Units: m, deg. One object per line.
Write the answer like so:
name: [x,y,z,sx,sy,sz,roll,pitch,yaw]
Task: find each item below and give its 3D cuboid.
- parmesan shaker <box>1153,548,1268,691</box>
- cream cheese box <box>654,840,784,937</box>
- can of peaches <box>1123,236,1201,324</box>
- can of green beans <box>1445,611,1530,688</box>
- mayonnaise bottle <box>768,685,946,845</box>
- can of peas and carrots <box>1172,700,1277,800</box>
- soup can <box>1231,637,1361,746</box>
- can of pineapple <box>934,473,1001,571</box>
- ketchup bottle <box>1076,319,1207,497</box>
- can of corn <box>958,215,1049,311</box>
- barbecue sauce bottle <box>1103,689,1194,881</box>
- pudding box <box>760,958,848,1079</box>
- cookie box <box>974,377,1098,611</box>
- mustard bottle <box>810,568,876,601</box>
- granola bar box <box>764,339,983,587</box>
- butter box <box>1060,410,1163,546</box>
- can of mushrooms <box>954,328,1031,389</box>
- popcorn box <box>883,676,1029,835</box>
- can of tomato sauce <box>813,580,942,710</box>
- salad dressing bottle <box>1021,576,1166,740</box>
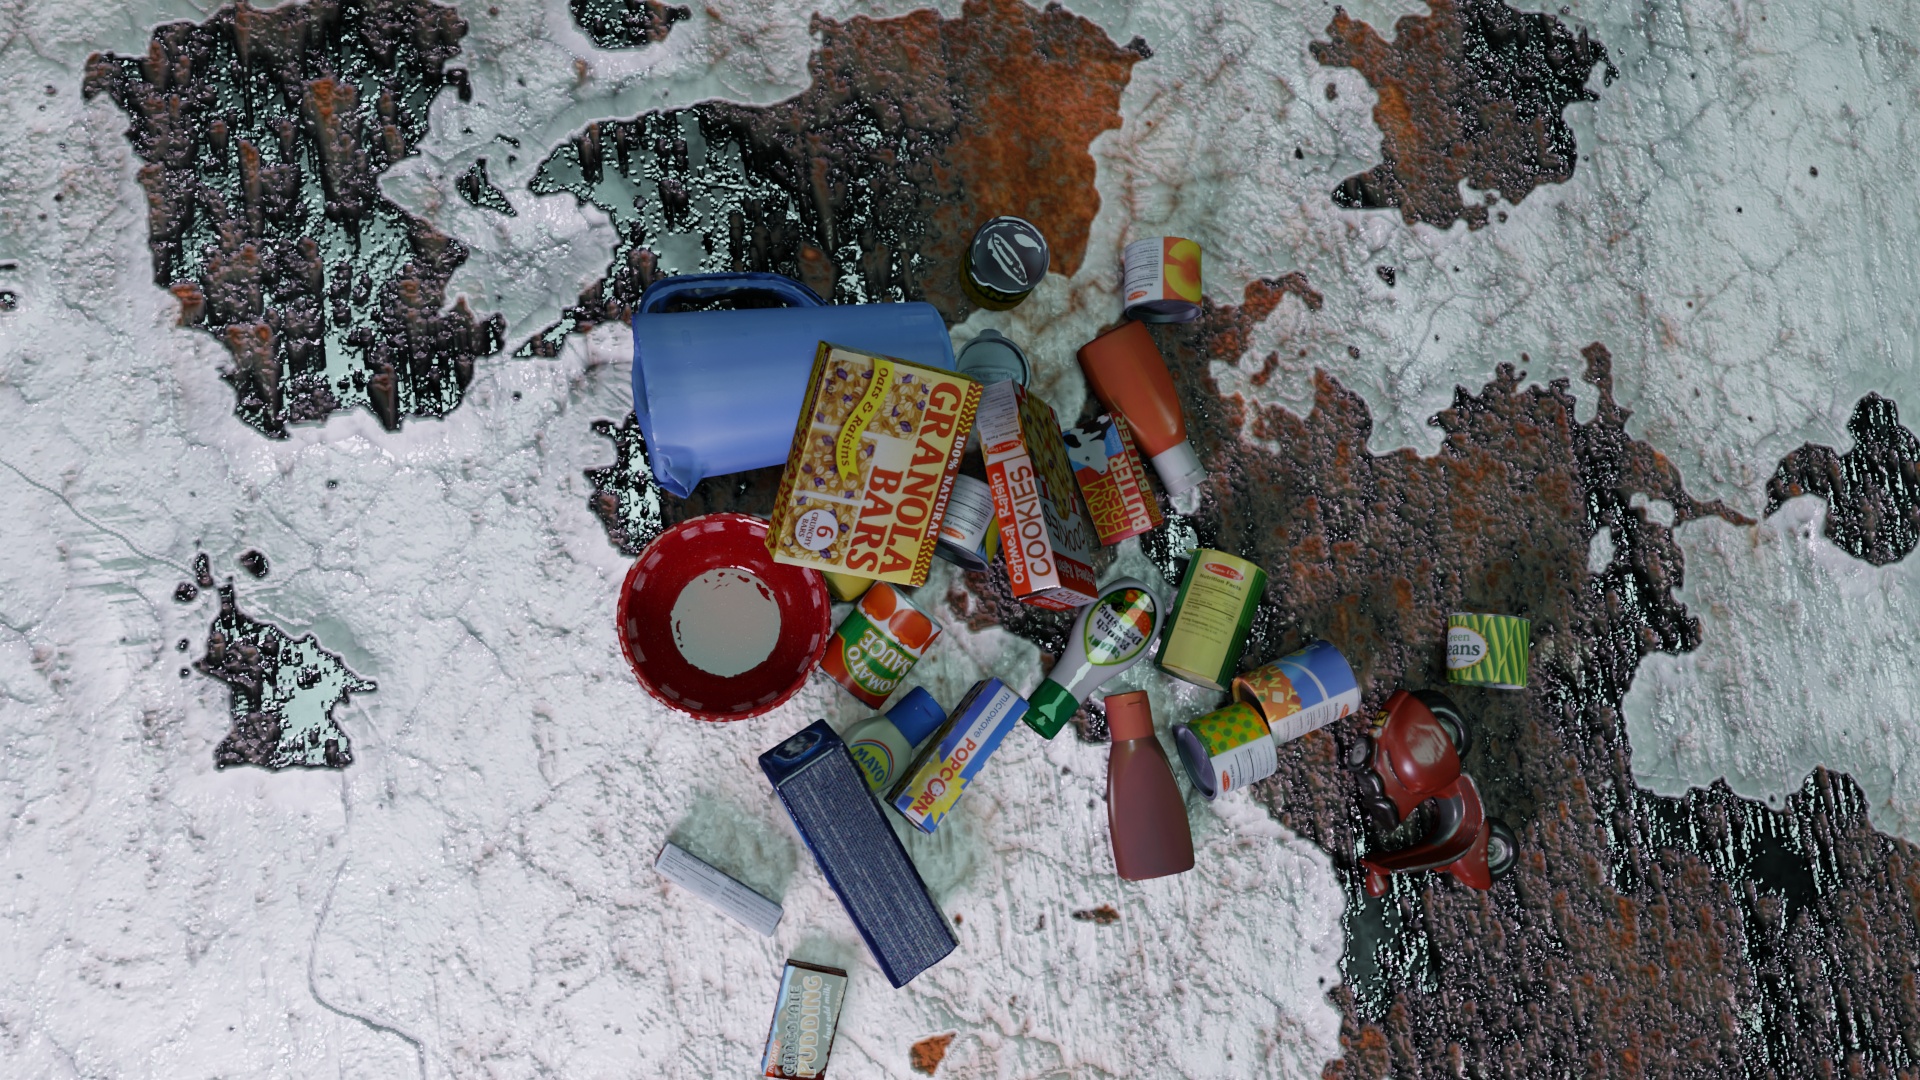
parmesan shaker: [0.204,0.065,1.151,0.071,0.071,0.103,23,79,-7]
cream cheese box: [-0.184,0.264,1.054,0.104,0.053,0.024,32,76,-5]
can of peaches: [0.174,-0.221,1.186,0.071,0.071,0.058,2,82,-10]
can of green beans: [0.452,0.095,1.193,0.071,0.071,0.058,8,81,-10]
mayonnaise bottle: [-0.077,0.175,1.093,0.148,0.041,0.064,-41,98,-13]
can of peas and carrots: [0.216,0.170,1.139,0.059,0.071,0.071,-20,86,-13]
soup can: [0.277,0.126,1.156,0.084,0.071,0.071,-21,87,-12]
can of pineapple: [0.004,-0.014,1.124,0.071,0.071,0.058,27,77,-6]
ketchup bottle: [0.159,-0.110,1.177,0.065,0.043,0.149,-28,88,-13]
can of corn: [0.034,-0.229,1.163,0.071,0.058,0.071,1,82,-11]
barbecue sauce bottle: [0.148,0.198,1.132,0.065,0.043,0.148,-8,83,-12]
pudding box: [-0.120,0.368,1.063,0.050,0.030,0.084,15,79,-8]
cookie box: [0.059,-0.032,1.098,0.040,0.123,0.167,-16,78,17]
mustard bottle: [-0.062,-0.028,1.120,0.065,0.048,0.160,38,77,-9]
granola bar box: [-0.066,-0.056,1.043,0.124,0.039,0.165,11,105,-24]
butter box: [0.126,-0.051,1.158,0.024,0.053,0.103,-15,83,-56]
can of mushrooms: [0.023,-0.139,1.161,0.071,0.033,0.071,1,82,-10]
popcorn box: [-0.004,0.167,1.086,0.038,0.085,0.127,40,78,-2]
can of tomato sauce: [-0.063,0.081,1.086,0.071,0.071,0.083,39,90,-4]
salad dressing bottle: [0.107,0.097,1.138,0.064,0.044,0.148,40,77,3]
